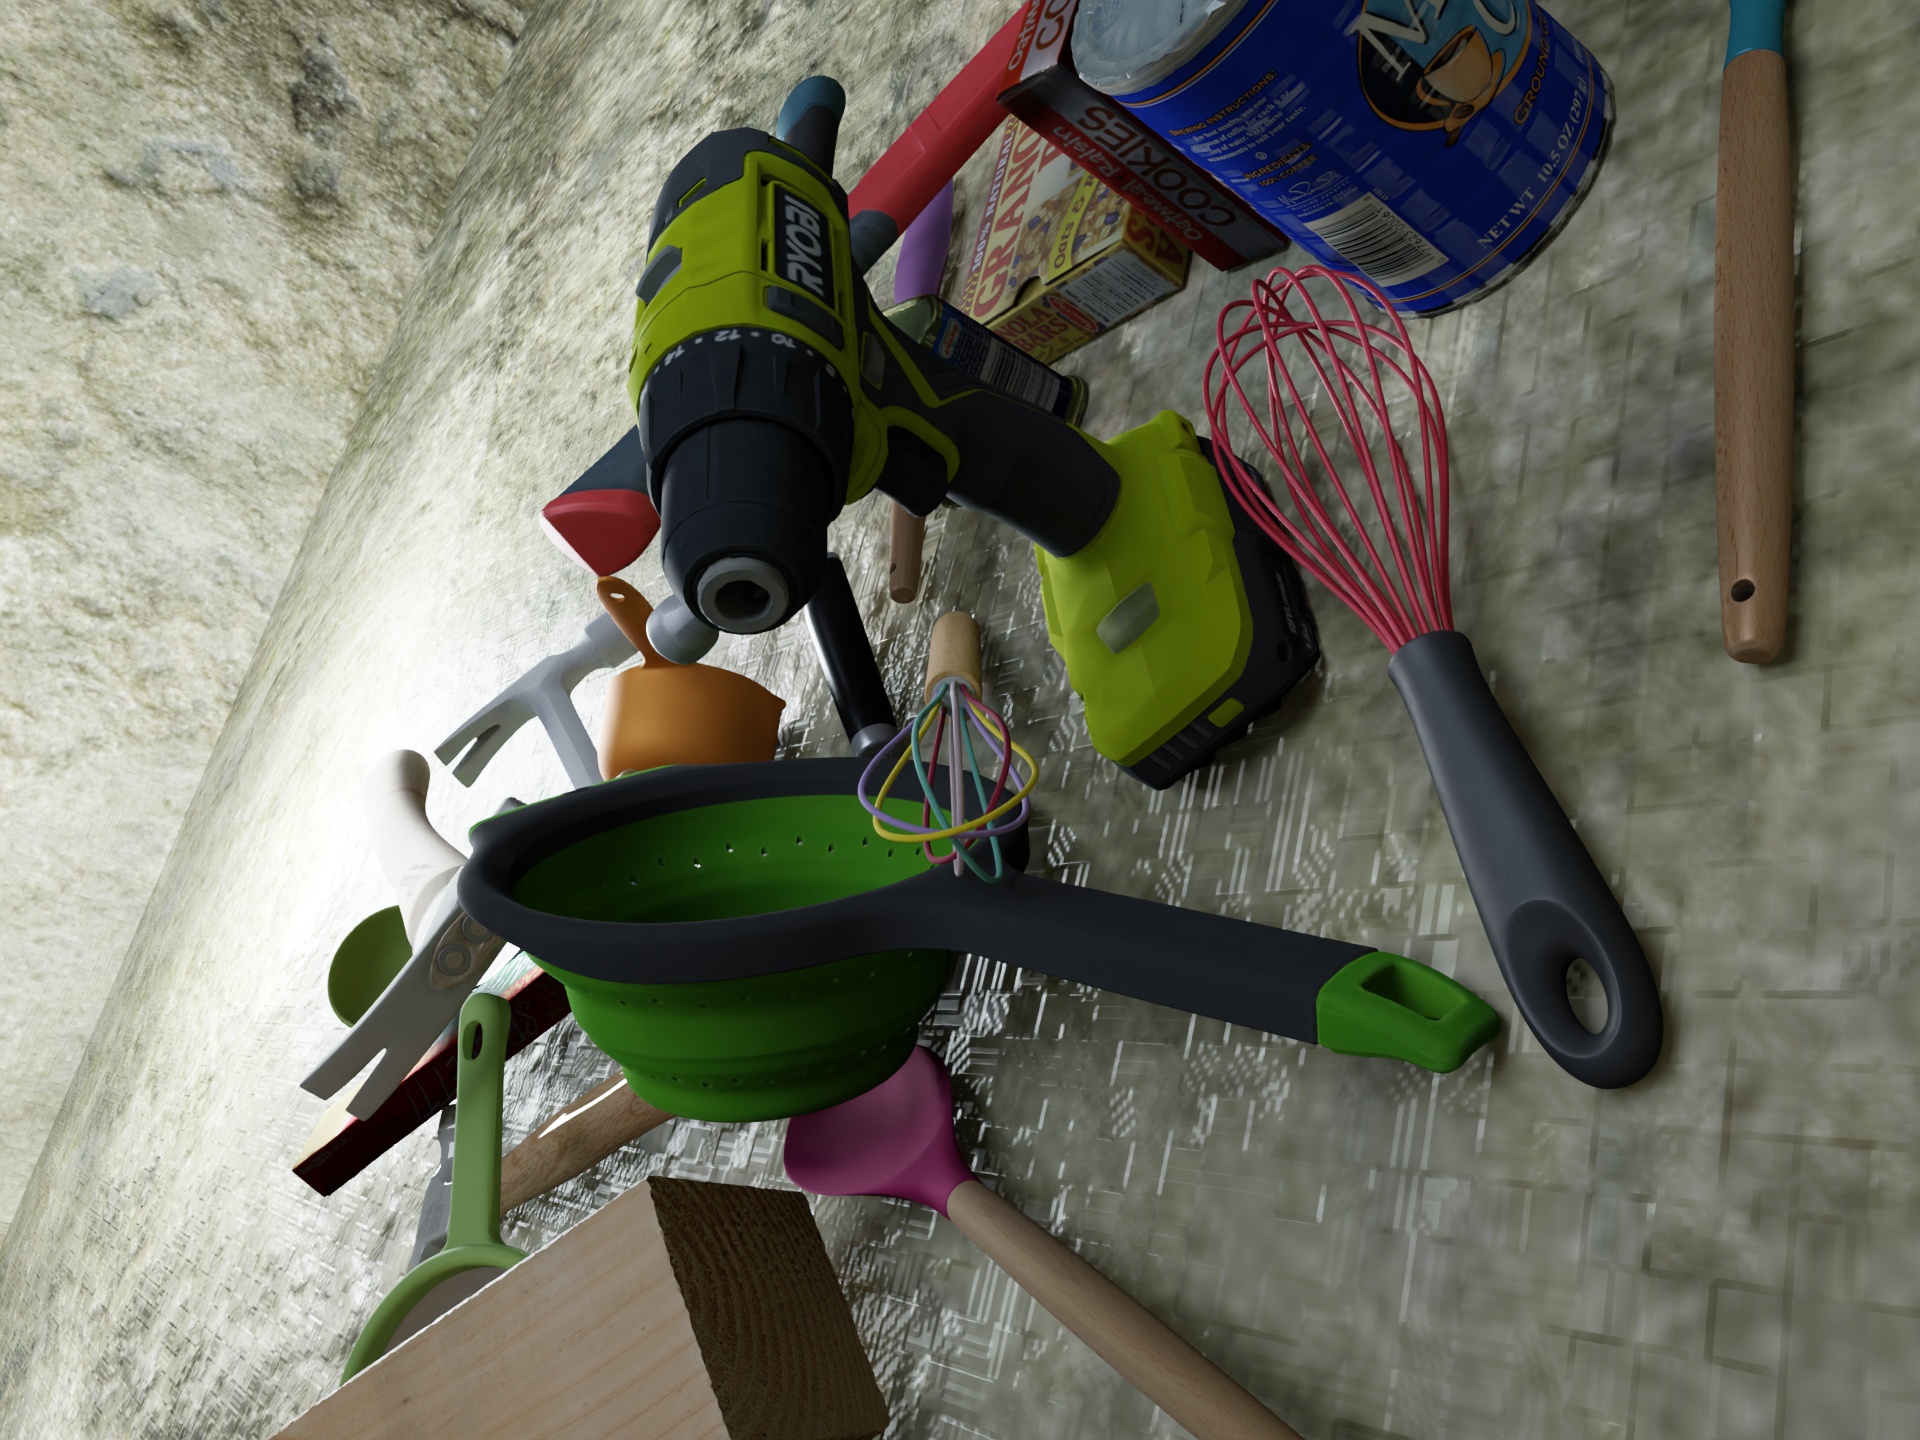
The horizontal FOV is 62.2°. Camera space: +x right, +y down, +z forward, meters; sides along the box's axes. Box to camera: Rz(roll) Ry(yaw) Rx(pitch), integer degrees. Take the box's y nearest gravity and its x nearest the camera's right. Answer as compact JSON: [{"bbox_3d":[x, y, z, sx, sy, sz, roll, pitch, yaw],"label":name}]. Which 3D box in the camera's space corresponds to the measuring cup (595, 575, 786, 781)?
[{"bbox_3d":[-0.140,-0.004,0.747,0.095,0.173,0.052,-1,64,8],"label":"measuring cup"}]

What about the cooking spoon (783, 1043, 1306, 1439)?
[{"bbox_3d":[0.013,0.156,0.481,0.069,0.017,0.319,-42,19,-16],"label":"cooking spoon"}]

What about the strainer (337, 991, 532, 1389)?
[{"bbox_3d":[-0.186,0.245,0.669,0.151,0.069,0.257,-18,63,25],"label":"strainer"}]

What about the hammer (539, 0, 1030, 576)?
[{"bbox_3d":[-0.043,-0.214,0.663,0.143,0.038,0.386,22,67,45],"label":"hammer"}]

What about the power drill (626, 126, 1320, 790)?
[{"bbox_3d":[0.002,-0.067,0.492,0.080,0.228,0.191,-43,36,32],"label":"power drill"}]

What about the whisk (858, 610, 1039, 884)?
[{"bbox_3d":[0.001,-0.002,0.572,0.047,0.051,0.245,-45,12,13],"label":"whisk"}]

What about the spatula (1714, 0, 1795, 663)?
[{"bbox_3d":[0.208,-0.163,0.431,0.082,0.044,0.318,-16,55,48],"label":"spatula"}]

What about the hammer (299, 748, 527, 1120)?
[{"bbox_3d":[-0.295,0.078,0.840,0.146,0.038,0.411,-55,24,-9],"label":"hammer"}]

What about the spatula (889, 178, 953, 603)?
[{"bbox_3d":[-0.023,-0.182,0.831,0.059,0.018,0.316,-41,36,41],"label":"spatula"}]

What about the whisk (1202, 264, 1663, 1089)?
[{"bbox_3d":[0.126,-0.032,0.450,0.073,0.073,0.296,-42,43,33],"label":"whisk"}]

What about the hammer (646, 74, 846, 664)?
[{"bbox_3d":[-0.083,-0.187,0.742,0.128,0.033,0.331,-35,41,41],"label":"hammer"}]

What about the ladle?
[{"bbox_3d":[-0.251,0.091,0.826,0.320,0.062,0.078,-36,45,44],"label":"ladle"}]

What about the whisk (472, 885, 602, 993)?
[{"bbox_3d":[-0.265,0.152,0.926,0.239,0.055,0.055,-43,35,25],"label":"whisk"}]

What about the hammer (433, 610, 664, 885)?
[{"bbox_3d":[-0.195,0.058,0.865,0.144,0.035,0.406,-37,35,-5],"label":"hammer"}]

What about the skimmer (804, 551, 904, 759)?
[{"bbox_3d":[-0.059,-0.114,0.822,0.127,0.090,0.364,-56,39,36],"label":"skimmer"}]

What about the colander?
[{"bbox_3d":[-0.014,0.092,0.531,0.397,0.204,0.094,8,108,43],"label":"colander"}]

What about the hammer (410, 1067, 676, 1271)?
[{"bbox_3d":[-0.201,0.213,0.764,0.331,0.031,0.130,-38,40,46],"label":"hammer"}]
